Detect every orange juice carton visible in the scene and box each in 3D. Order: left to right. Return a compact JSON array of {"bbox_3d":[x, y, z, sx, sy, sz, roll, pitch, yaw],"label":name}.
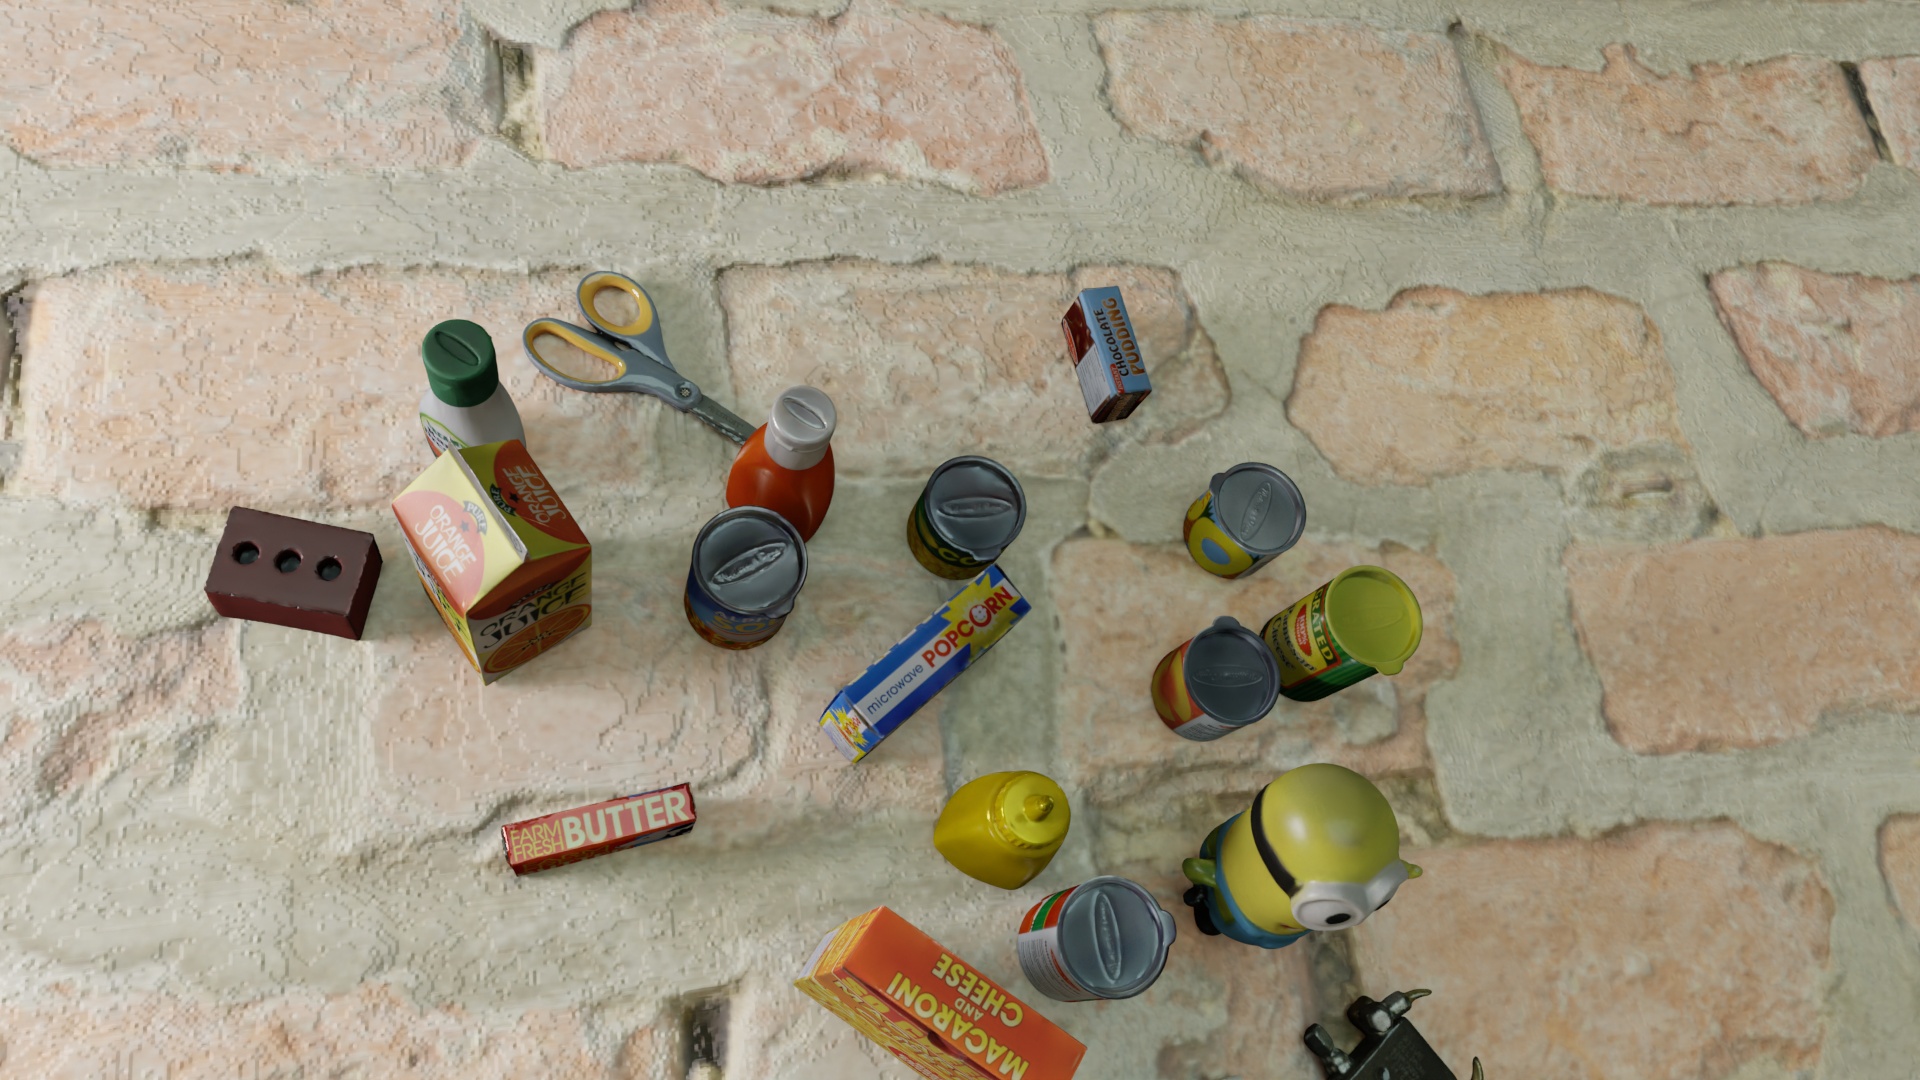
[{"bbox_3d":[-0.247,0.009,0.745,0.073,0.192,0.072,-32,81,-23],"label":"orange juice carton"}]

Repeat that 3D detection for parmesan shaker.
[{"bbox_3d":[0.244,0.066,0.903,0.071,0.102,0.071,5,69,-13],"label":"parmesan shaker"}]

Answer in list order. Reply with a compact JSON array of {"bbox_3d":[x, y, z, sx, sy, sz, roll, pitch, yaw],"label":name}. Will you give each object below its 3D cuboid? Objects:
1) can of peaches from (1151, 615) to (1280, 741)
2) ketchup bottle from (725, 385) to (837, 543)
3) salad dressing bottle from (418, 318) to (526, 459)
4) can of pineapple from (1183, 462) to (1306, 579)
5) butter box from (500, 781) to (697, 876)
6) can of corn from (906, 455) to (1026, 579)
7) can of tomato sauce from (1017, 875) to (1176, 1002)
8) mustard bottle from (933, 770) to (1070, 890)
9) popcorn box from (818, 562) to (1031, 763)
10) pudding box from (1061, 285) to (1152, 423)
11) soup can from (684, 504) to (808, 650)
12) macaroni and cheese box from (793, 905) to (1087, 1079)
[{"bbox_3d":[0.164,0.091,0.897,0.071,0.058,0.071,5,69,-13],"label":"can of peaches"},{"bbox_3d":[-0.103,-0.044,0.827,0.065,0.148,0.044,34,66,-1],"label":"ketchup bottle"},{"bbox_3d":[-0.281,-0.077,0.793,0.064,0.147,0.044,37,66,0],"label":"salad dressing bottle"},{"bbox_3d":[0.191,-0.014,0.944,0.071,0.057,0.071,5,69,-13],"label":"can of pineapple"},{"bbox_3d":[-0.201,0.162,0.777,0.104,0.053,0.024,-11,74,-18],"label":"butter box"},{"bbox_3d":[0.003,-0.011,0.893,0.071,0.058,0.071,5,69,-13],"label":"can of corn"},{"bbox_3d":[0.077,0.232,0.807,0.071,0.082,0.071,5,69,-13],"label":"can of tomato sauce"},{"bbox_3d":[0.030,0.159,0.780,0.065,0.159,0.049,31,66,-2],"label":"mustard bottle"},{"bbox_3d":[-0.023,0.075,0.839,0.127,0.085,0.038,-39,84,-24],"label":"popcorn box"},{"bbox_3d":[0.101,-0.130,0.968,0.030,0.049,0.084,-10,73,-18],"label":"pudding box"},{"bbox_3d":[-0.129,0.027,0.830,0.071,0.083,0.071,5,69,-13],"label":"soup can"},{"bbox_3d":[-0.017,0.250,0.730,0.124,0.165,0.040,35,66,0],"label":"macaroni and cheese box"}]
